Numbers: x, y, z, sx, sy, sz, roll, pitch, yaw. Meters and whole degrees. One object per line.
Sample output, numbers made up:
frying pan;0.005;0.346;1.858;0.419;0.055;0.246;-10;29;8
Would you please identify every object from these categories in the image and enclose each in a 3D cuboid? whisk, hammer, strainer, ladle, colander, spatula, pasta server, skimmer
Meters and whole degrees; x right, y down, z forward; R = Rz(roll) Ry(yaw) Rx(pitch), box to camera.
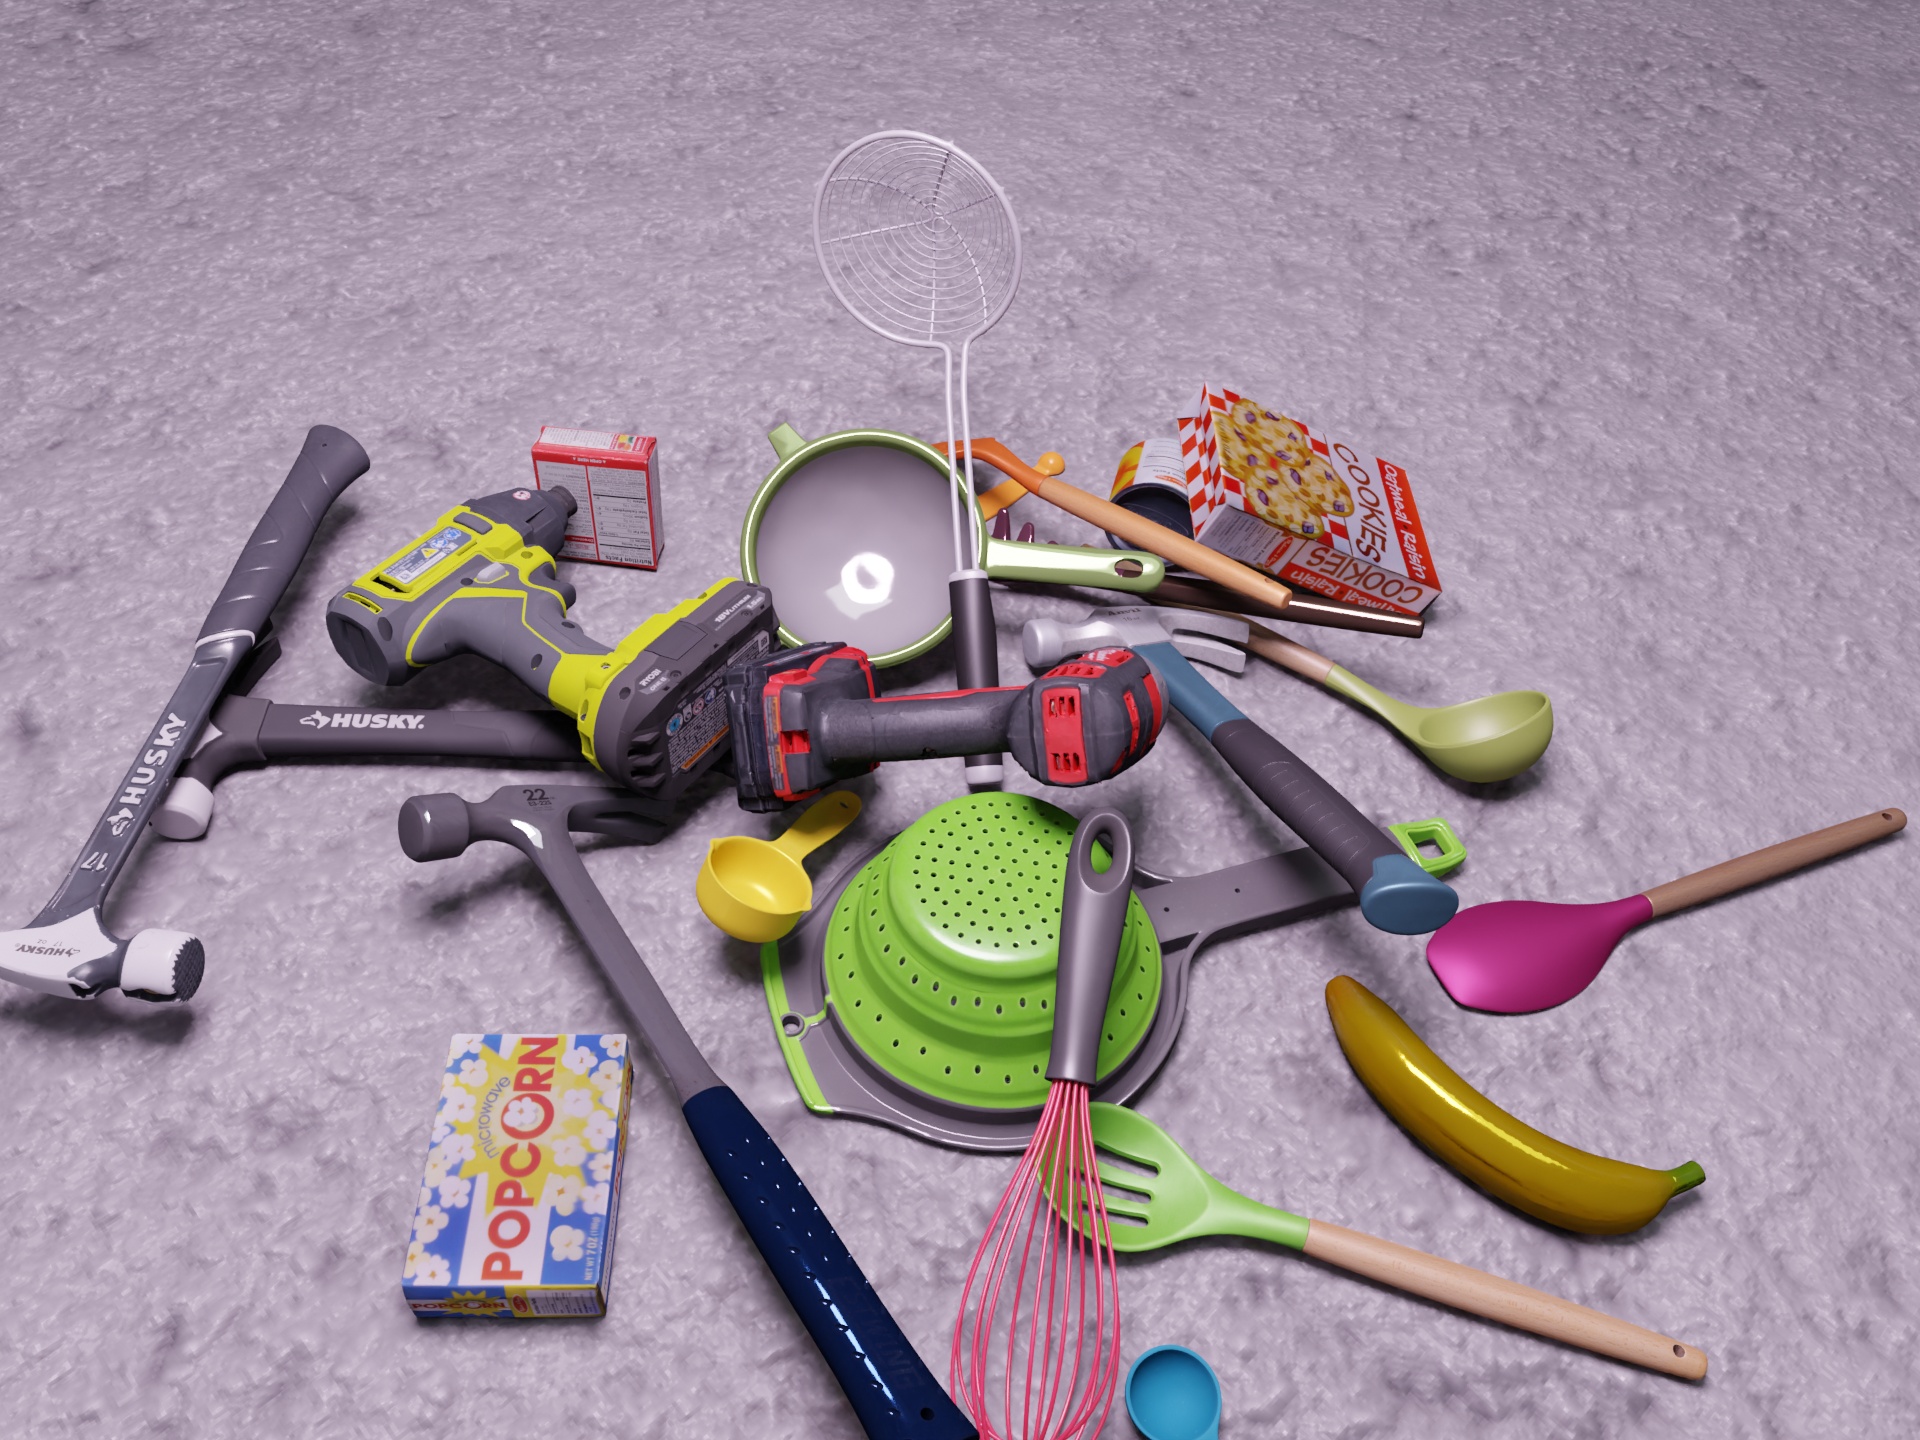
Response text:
whisk;0.047;0.180;0.703;0.073;0.073;0.296;8;71;3
hammer;-0.276;0.004;0.915;0.334;0.035;0.146;1;49;-3
strainer;-0.005;-0.095;0.983;0.256;0.069;0.151;5;80;3
ladle;0.209;-0.050;0.985;0.320;0.062;0.078;29;39;24
hammer;0.155;0.014;0.873;0.128;0.033;0.331;-9;31;-19
hammer;-0.423;-0.028;0.886;0.149;0.036;0.409;6;49;2
colander;0.095;0.087;0.826;0.397;0.094;0.205;-13;50;-15
spatula;0.072;-0.132;1.016;0.323;0.041;0.081;31;39;32
pasta server;0.128;-0.090;0.992;0.316;0.040;0.060;11;29;21
hammer;-0.117;0.165;0.736;0.144;0.035;0.406;-5;42;-42
skimmer;-0.014;-0.144;0.905;0.127;0.090;0.363;-7;85;27

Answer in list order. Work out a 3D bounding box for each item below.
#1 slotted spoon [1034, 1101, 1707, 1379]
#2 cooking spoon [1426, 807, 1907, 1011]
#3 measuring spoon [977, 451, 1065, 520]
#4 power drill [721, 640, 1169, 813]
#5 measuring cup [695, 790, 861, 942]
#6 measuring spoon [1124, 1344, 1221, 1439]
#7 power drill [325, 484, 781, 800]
slotted spoon;0.184;0.248;0.734;0.314;0.031;0.070;16;50;8
cooking spoon;0.403;0.096;0.890;0.319;0.017;0.069;-15;52;-16
measuring spoon;0.030;-0.159;1.096;0.117;0.011;0.021;-35;59;-30
power drill;-0.001;-0.003;0.838;0.220;0.078;0.143;-2;10;22
measuring cup;-0.090;0.074;0.848;0.062;0.029;0.156;34;24;7
measuring spoon;0.109;0.328;0.668;0.042;0.021;0.129;-19;61;-19
power drill;-0.219;-0.058;0.903;0.223;0.080;0.171;25;48;21
